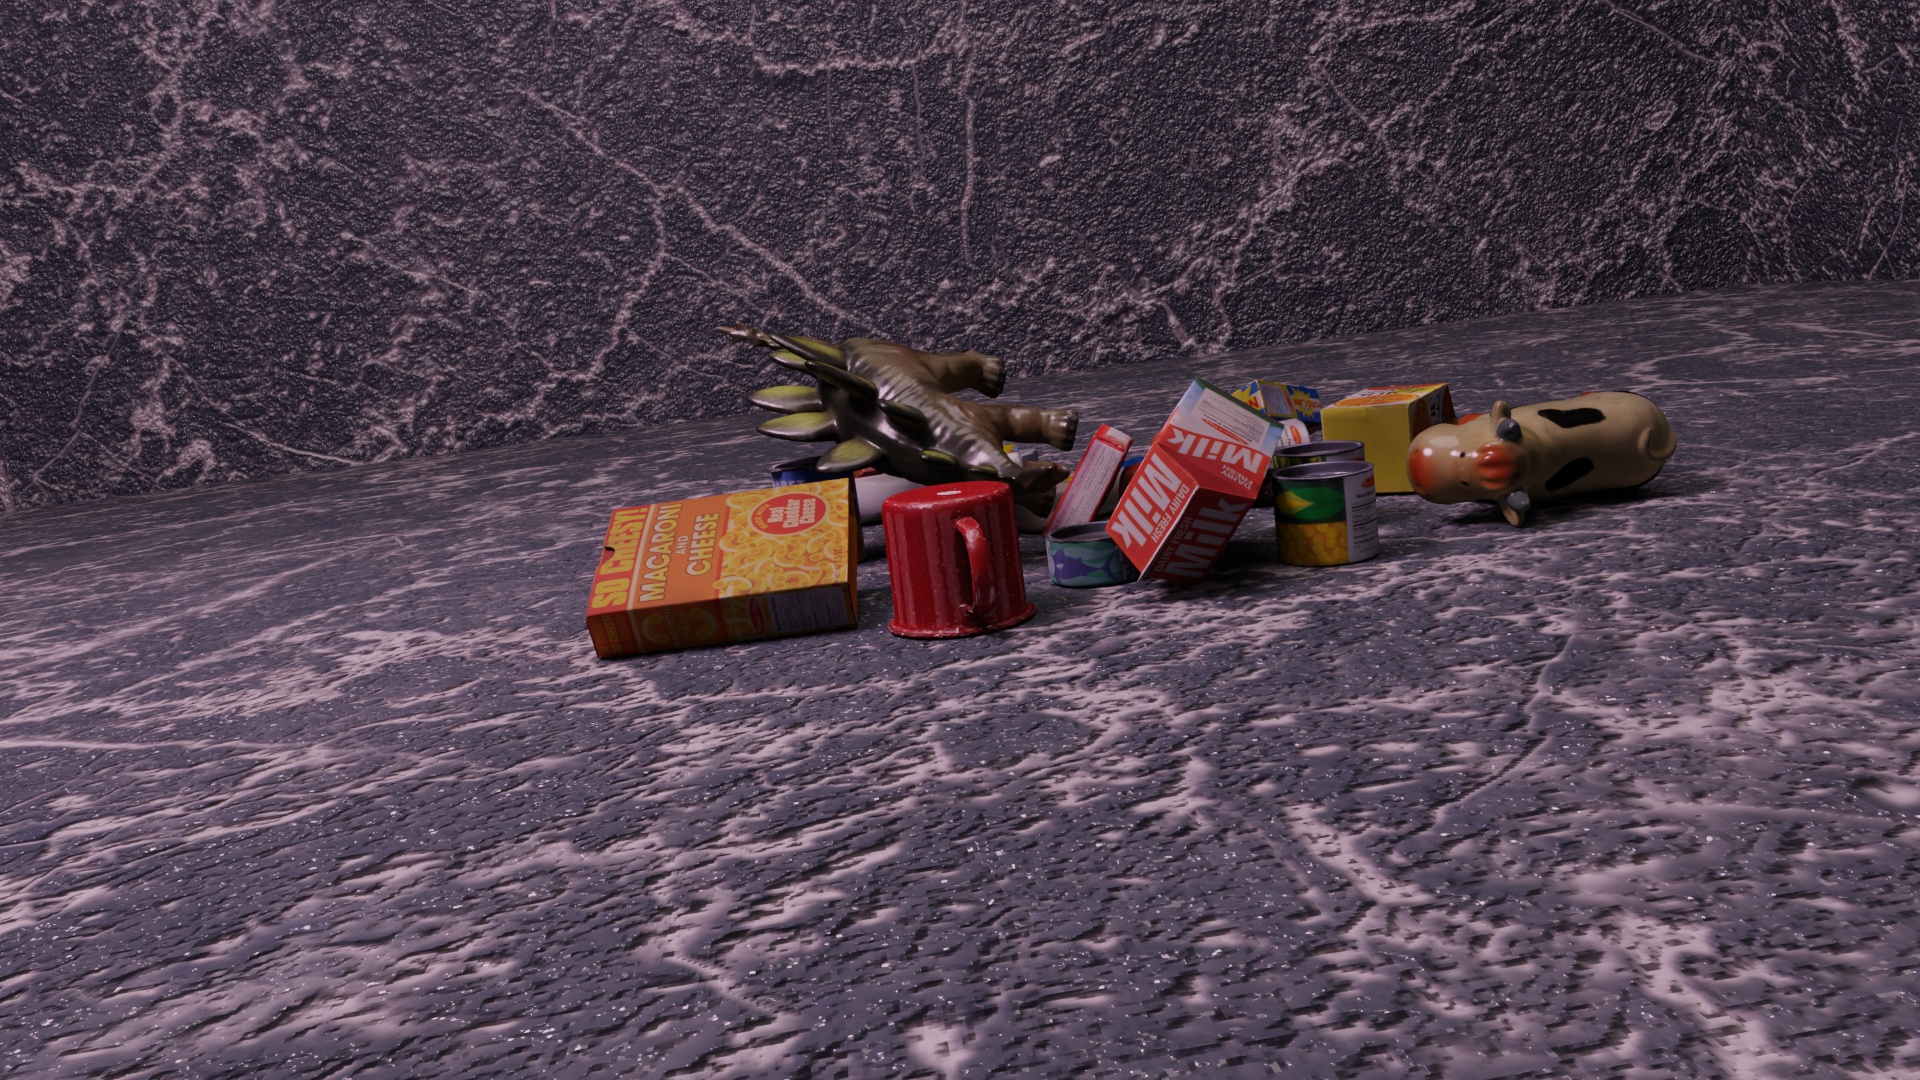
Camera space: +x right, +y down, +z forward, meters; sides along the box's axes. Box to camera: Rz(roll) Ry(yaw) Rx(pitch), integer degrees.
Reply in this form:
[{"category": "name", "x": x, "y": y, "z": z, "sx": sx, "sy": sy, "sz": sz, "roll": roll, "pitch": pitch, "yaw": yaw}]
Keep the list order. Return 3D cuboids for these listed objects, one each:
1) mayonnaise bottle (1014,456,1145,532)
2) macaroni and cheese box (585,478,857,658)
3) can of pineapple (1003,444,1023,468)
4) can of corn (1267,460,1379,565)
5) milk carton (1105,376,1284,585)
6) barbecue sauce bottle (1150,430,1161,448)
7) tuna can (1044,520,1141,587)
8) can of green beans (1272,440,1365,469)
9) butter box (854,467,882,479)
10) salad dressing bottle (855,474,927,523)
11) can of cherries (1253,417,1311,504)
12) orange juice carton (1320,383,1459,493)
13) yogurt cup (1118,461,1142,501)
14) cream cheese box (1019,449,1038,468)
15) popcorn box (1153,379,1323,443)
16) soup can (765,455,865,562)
[{"category": "mayonnaise bottle", "x": 0.108, "y": -0.041, "z": 1.176, "sx": 0.149, "sy": 0.041, "sz": 0.064, "roll": -17, "pitch": 12, "yaw": -41}, {"category": "macaroni and cheese box", "x": -0.153, "y": 0.015, "z": 0.917, "sx": 0.166, "sy": 0.040, "sz": 0.124, "roll": -7, "pitch": 34, "yaw": 0}, {"category": "can of pineapple", "x": 0.024, "y": -0.048, "z": 1.206, "sx": 0.058, "sy": 0.071, "sz": 0.071, "roll": -7, "pitch": 10, "yaw": -4}, {"category": "can of corn", "x": 0.237, "y": -0.018, "z": 0.910, "sx": 0.071, "sy": 0.058, "sz": 0.071, "roll": -7, "pitch": 10, "yaw": 1}, {"category": "milk carton", "x": 0.152, "y": -0.036, "z": 0.907, "sx": 0.073, "sy": 0.072, "sz": 0.191, "roll": 30, "pitch": 28, "yaw": 6}, {"category": "barbecue sauce bottle", "x": 0.247, "y": -0.088, "z": 1.337, "sx": 0.065, "sy": 0.043, "sz": 0.148, "roll": -15, "pitch": 12, "yaw": -34}, {"category": "tuna can", "x": 0.093, "y": 0.008, "z": 0.932, "sx": 0.071, "sy": 0.032, "sz": 0.071, "roll": -7, "pitch": 10, "yaw": 1}, {"category": "can of green beans", "x": 0.262, "y": -0.040, "z": 1.012, "sx": 0.071, "sy": 0.057, "sz": 0.071, "roll": -7, "pitch": 10, "yaw": 1}, {"category": "butter box", "x": -0.092, "y": -0.072, "z": 1.352, "sx": 0.024, "sy": 0.053, "sz": 0.103, "roll": -8, "pitch": -17, "yaw": -8}, {"category": "salad dressing bottle", "x": -0.096, "y": -0.036, "z": 1.287, "sx": 0.148, "sy": 0.044, "sz": 0.064, "roll": -10, "pitch": 5, "yaw": -10}, {"category": "can of cherries", "x": 0.251, "y": -0.062, "z": 1.138, "sx": 0.058, "sy": 0.071, "sz": 0.071, "roll": -9, "pitch": 10, "yaw": -5}, {"category": "orange juice carton", "x": 0.371, "y": -0.091, "z": 1.184, "sx": 0.072, "sy": 0.073, "sz": 0.193, "roll": -2, "pitch": 11, "yaw": 31}, {"category": "yogurt cup", "x": 0.155, "y": -0.034, "z": 1.046, "sx": 0.054, "sy": 0.072, "sz": 0.072, "roll": -11, "pitch": 7, "yaw": 30}, {"category": "cream cheese box", "x": 0.034, "y": -0.057, "z": 1.282, "sx": 0.024, "sy": 0.053, "sz": 0.104, "roll": -17, "pitch": 13, "yaw": -37}, {"category": "popcorn box", "x": 0.244, "y": -0.094, "z": 1.216, "sx": 0.085, "sy": 0.038, "sz": 0.126, "roll": 2, "pitch": -23, "yaw": -40}, {"category": "soup can", "x": -0.116, "y": -0.022, "z": 1.105, "sx": 0.071, "sy": 0.083, "sz": 0.071, "roll": -7, "pitch": 9, "yaw": 1}]
